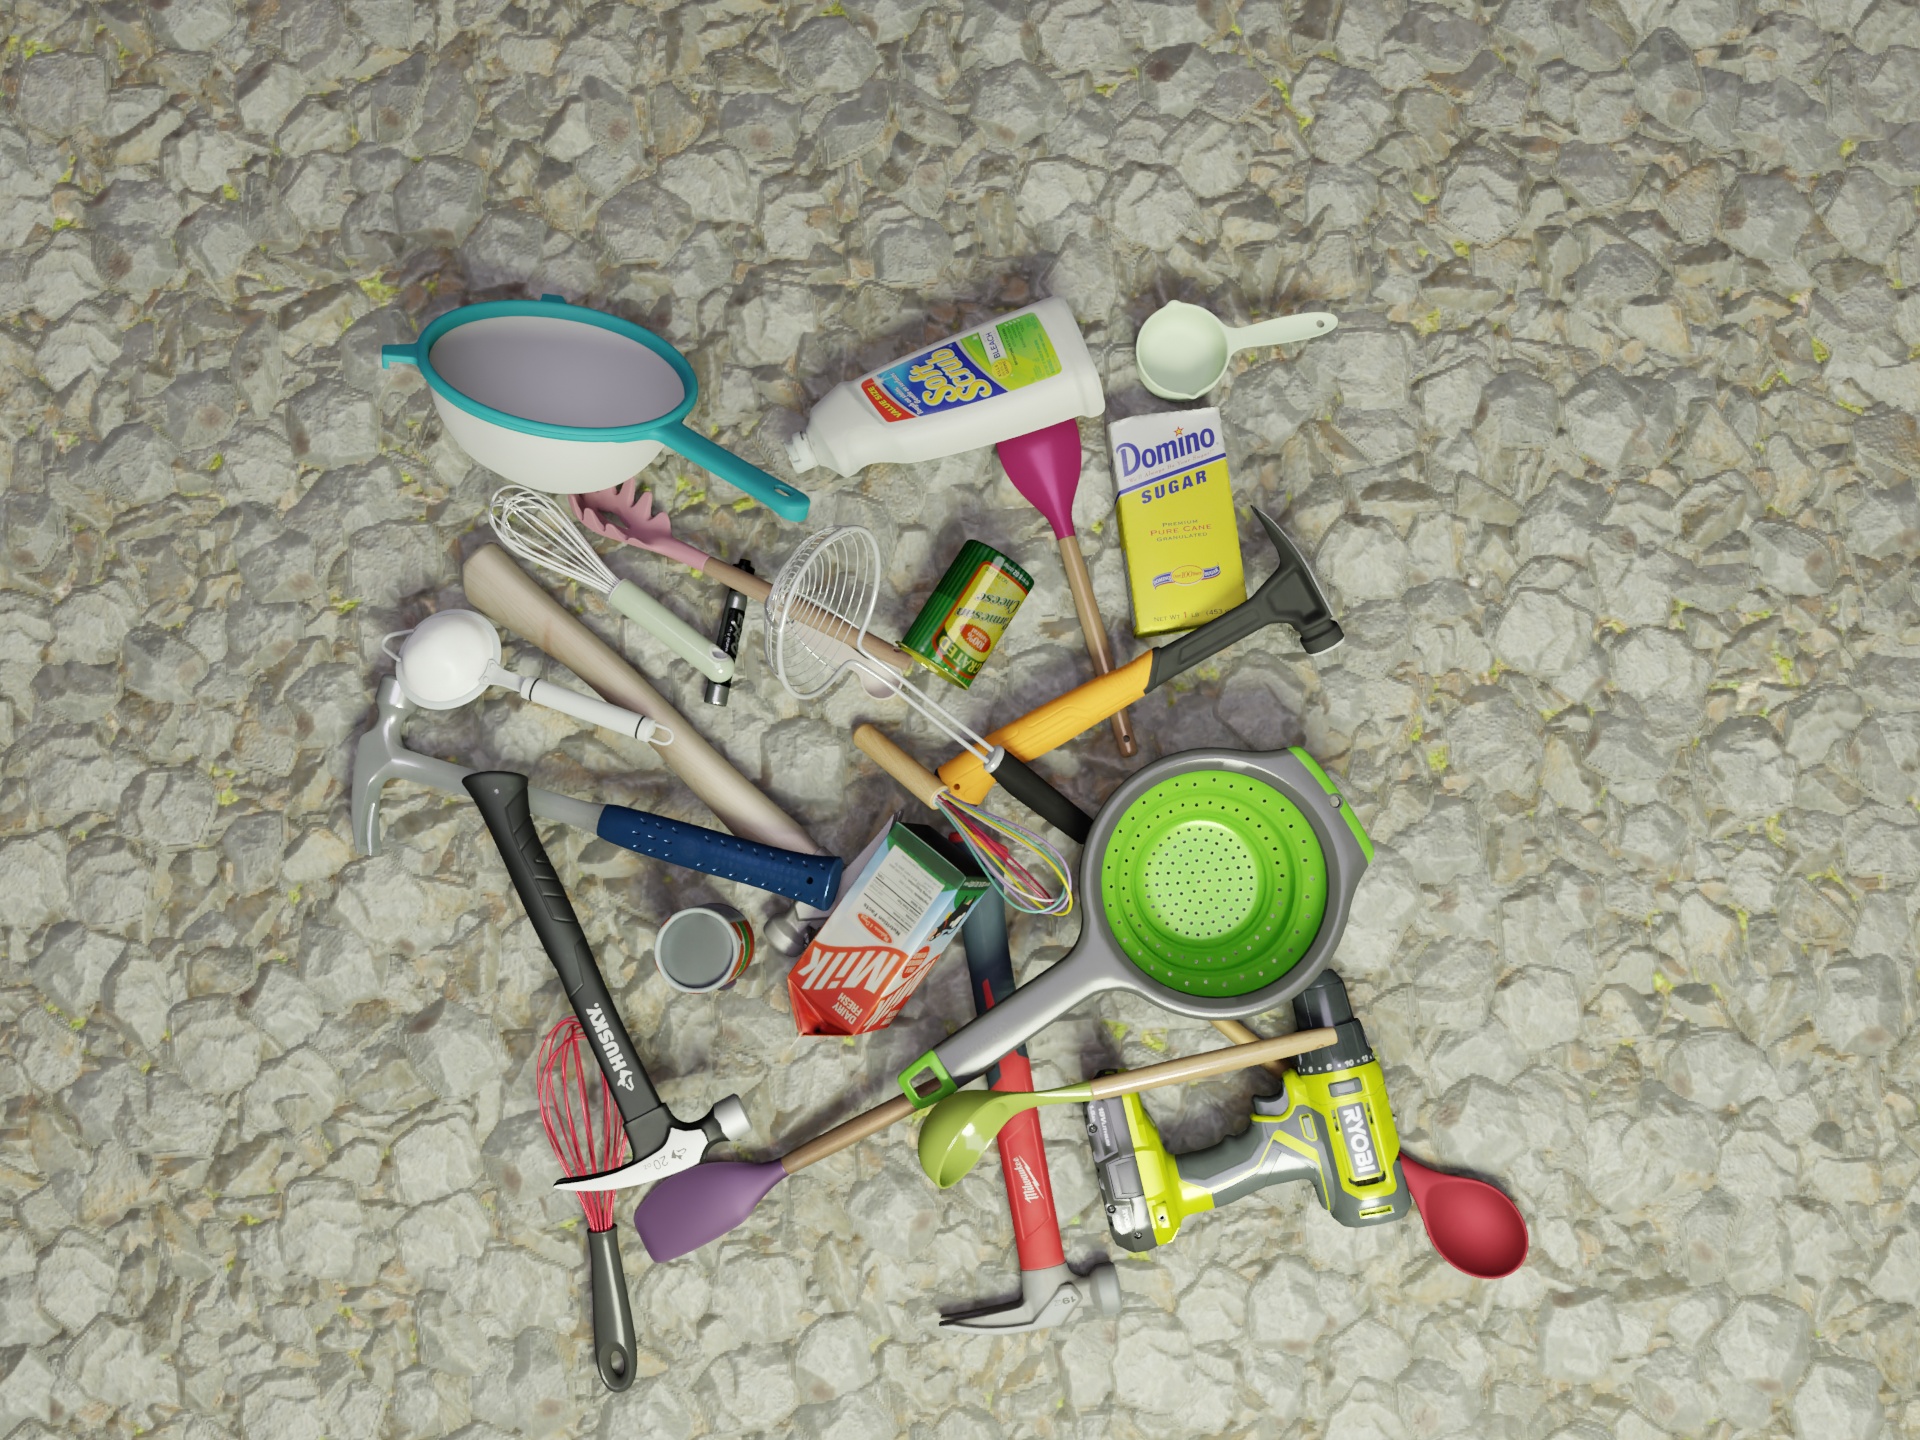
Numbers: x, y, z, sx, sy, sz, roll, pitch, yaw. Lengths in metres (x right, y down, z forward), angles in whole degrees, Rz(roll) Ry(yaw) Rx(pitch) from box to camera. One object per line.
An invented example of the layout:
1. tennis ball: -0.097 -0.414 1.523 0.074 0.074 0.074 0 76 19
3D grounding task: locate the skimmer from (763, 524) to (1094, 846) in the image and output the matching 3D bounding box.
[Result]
1. skimmer: -0.002 -0.004 1.166 0.363 0.090 0.127 38 70 -27

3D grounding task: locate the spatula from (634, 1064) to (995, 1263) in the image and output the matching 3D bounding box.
1. spatula: -0.115 0.332 1.236 0.316 0.018 0.060 -28 84 6

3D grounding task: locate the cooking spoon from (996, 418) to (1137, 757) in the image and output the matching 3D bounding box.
1. cooking spoon: 0.094 -0.124 1.294 0.069 0.017 0.319 -16 85 0

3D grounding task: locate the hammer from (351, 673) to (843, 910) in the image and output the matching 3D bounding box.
1. hammer: -0.289 0.081 1.238 0.405 0.035 0.144 15 86 11

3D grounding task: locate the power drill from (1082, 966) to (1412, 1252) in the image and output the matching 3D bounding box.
1. power drill: 0.213 0.300 1.213 0.228 0.080 0.191 -14 82 5

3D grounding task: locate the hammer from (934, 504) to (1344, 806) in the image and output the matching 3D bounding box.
1. hammer: 0.124 -0.034 1.246 0.337 0.034 0.127 -30 103 8

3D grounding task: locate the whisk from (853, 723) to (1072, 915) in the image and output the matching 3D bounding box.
1. whisk: -0.002 0.074 1.216 0.051 0.047 0.245 -47 55 -8

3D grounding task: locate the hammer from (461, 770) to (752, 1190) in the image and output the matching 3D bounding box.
1. hammer: -0.292 0.189 1.189 0.146 0.035 0.335 -25 86 -11

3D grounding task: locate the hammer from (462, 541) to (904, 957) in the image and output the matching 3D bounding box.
1. hammer: -0.232 -0.003 1.263 0.411 0.038 0.146 43 100 6

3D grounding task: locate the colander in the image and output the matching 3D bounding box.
1. colander: 0.124 0.171 1.228 0.397 0.094 0.204 -34 86 -3

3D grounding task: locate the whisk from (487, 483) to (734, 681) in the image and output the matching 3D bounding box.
1. whisk: -0.280 -0.108 1.275 0.246 0.058 0.059 37 122 6

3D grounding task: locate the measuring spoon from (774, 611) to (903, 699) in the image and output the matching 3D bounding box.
1. measuring spoon: -0.100 -0.056 1.293 0.124 0.018 0.034 33 86 10

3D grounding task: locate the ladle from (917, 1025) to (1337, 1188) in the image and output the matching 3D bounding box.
1. ladle: 0.124 0.276 1.163 0.320 0.078 0.062 -12 54 -3

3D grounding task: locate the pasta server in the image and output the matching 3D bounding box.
1. pasta server: -0.177 -0.118 1.263 0.316 0.040 0.060 27 44 11

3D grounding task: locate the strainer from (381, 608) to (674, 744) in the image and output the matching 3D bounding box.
1. strainer: -0.343 -0.030 1.243 0.258 0.050 0.087 19 72 6

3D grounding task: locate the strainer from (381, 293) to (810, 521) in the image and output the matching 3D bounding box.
1. strainer: -0.263 -0.209 1.226 0.340 0.211 0.095 31 128 15

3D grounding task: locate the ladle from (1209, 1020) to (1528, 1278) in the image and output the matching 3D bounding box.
1. ladle: 0.309 0.321 1.250 0.315 0.031 0.069 39 88 5

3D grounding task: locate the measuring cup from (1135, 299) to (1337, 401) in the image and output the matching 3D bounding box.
1. measuring cup: 0.224 -0.307 1.302 0.167 0.038 0.083 -12 85 -3

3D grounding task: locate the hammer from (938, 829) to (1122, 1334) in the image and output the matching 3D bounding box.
1. hammer: 0.023 0.279 1.248 0.143 0.038 0.386 -10 85 1

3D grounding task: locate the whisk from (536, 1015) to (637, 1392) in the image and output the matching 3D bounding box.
1. whisk: -0.281 0.375 1.233 0.073 0.073 0.296 -7 91 -1
